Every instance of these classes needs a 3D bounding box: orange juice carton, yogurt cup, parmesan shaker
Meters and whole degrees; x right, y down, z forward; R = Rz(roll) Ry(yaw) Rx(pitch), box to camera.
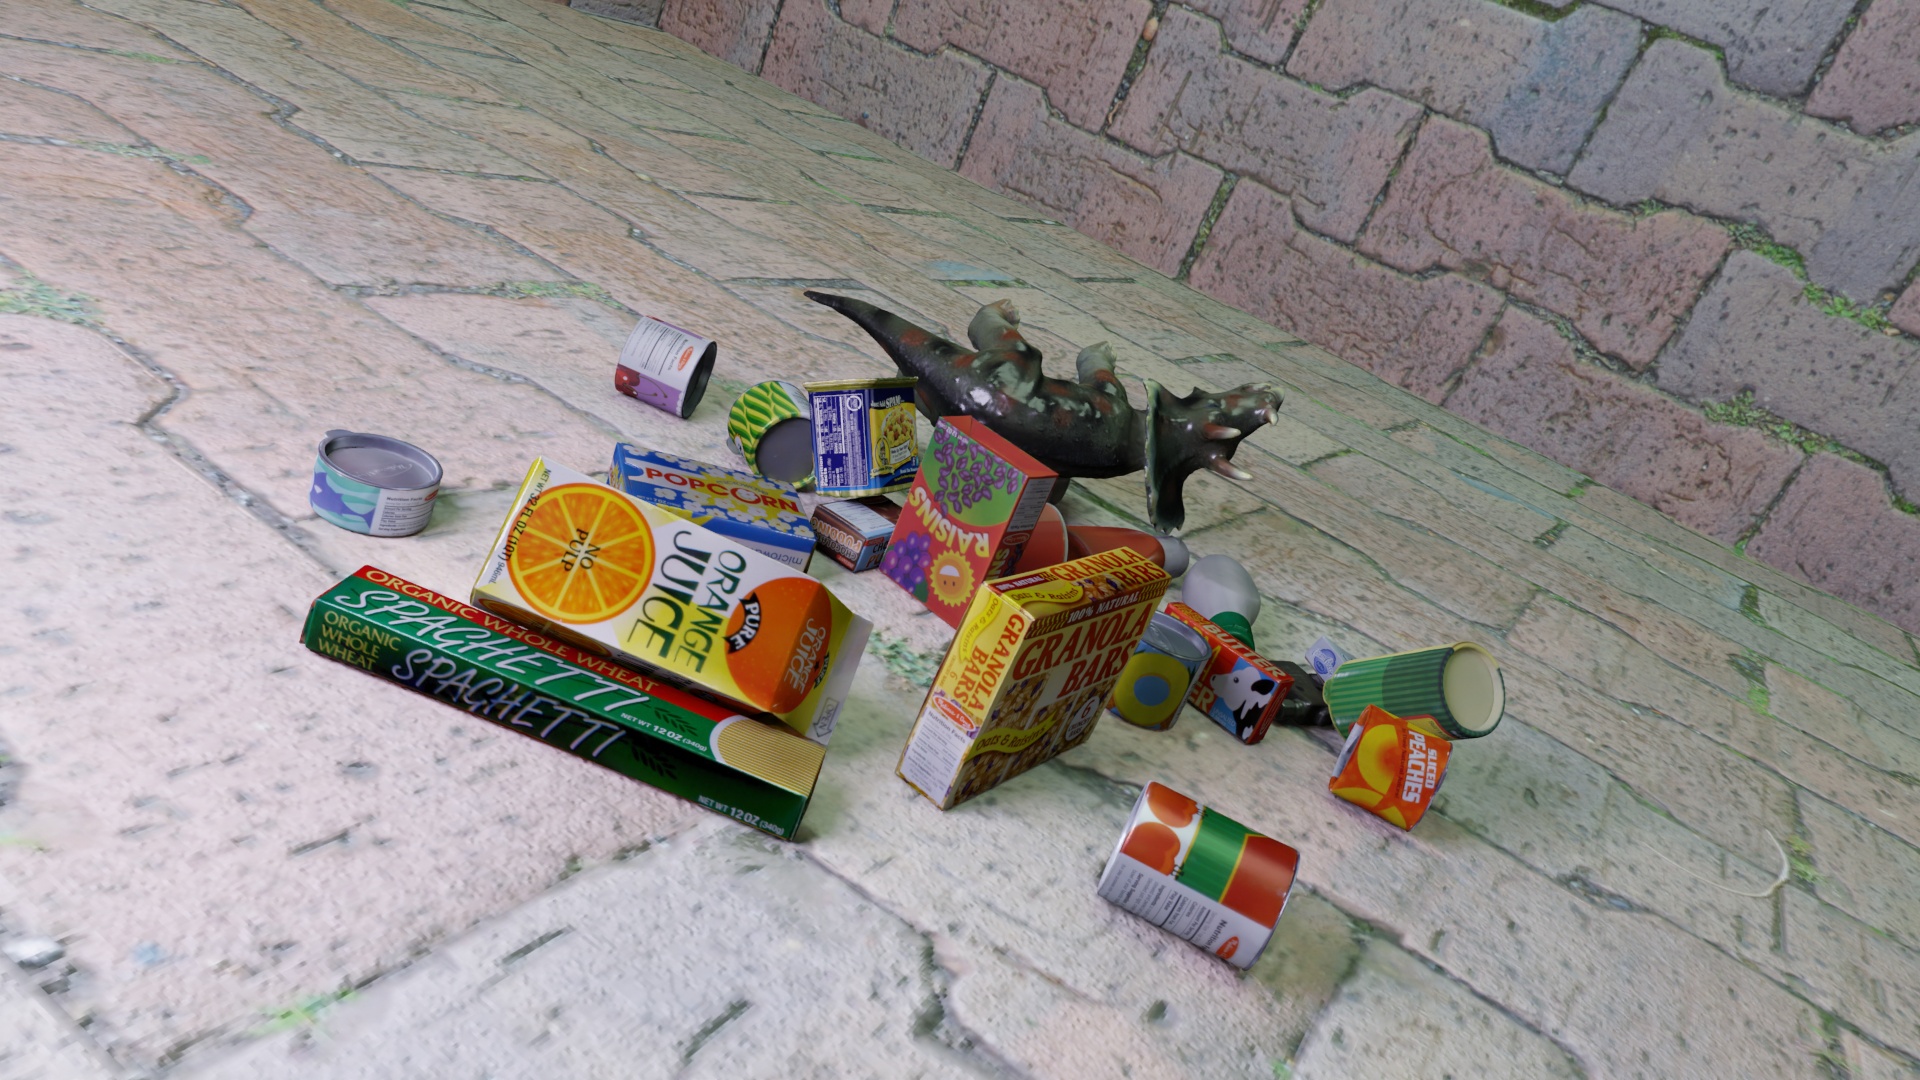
[{"bbox_3d":[-0.140,0.035,0.701,0.193,0.072,0.073,25,-18,-14],"label":"orange juice carton"},{"bbox_3d":[0.041,0.005,1.033,0.054,0.072,0.072,2,28,-27],"label":"yogurt cup"},{"bbox_3d":[0.315,0.109,0.968,0.071,0.071,0.103,12,-17,-27],"label":"parmesan shaker"}]

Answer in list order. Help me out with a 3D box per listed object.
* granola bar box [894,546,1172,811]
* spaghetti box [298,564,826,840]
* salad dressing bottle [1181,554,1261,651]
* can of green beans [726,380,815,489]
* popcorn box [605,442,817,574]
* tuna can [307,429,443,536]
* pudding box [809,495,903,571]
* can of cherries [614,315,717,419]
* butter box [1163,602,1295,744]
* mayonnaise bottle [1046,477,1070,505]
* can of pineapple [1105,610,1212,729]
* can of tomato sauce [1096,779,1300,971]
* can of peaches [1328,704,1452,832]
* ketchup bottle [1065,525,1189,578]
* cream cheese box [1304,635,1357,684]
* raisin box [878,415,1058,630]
[{"bbox_3d":[0.044,0.072,0.783,0.039,0.123,0.166,34,23,25],"label":"granola bar box"},{"bbox_3d":[-0.187,0.077,0.668,0.250,0.028,0.050,22,20,-2],"label":"spaghetti box"},{"bbox_3d":[0.210,0.058,1.105,0.064,0.043,0.148,23,22,-2],"label":"salad dressing bottle"},{"bbox_3d":[-0.136,-0.079,1.047,0.071,0.071,0.058,9,25,-32],"label":"can of green beans"},{"bbox_3d":[-0.164,-0.017,0.908,0.127,0.038,0.085,13,24,-25],"label":"popcorn box"},{"bbox_3d":[-0.330,-0.033,0.780,0.071,0.032,0.071,20,21,-8],"label":"tuna can"},{"bbox_3d":[-0.066,-0.007,0.994,0.050,0.030,0.084,31,22,23],"label":"pudding box"},{"bbox_3d":[-0.231,-0.135,1.092,0.058,0.071,0.072,22,20,-1],"label":"can of cherries"},{"bbox_3d":[0.178,0.091,0.975,0.104,0.053,0.024,37,22,32],"label":"butter box"},{"bbox_3d":[0.052,-0.042,1.189,0.065,0.041,0.149,25,22,6],"label":"mayonnaise bottle"},{"bbox_3d":[0.125,0.084,0.931,0.071,0.057,0.071,20,20,-8],"label":"can of pineapple"},{"bbox_3d":[0.121,0.168,0.709,0.083,0.071,0.071,25,21,8],"label":"can of tomato sauce"},{"bbox_3d":[0.285,0.150,0.921,0.058,0.071,0.071,27,21,12],"label":"can of peaches"},{"bbox_3d":[0.130,0.014,1.128,0.149,0.043,0.065,0,31,-46],"label":"ketchup bottle"},{"bbox_3d":[0.313,0.117,1.058,0.104,0.024,0.053,33,15,-19],"label":"cream cheese box"},{"bbox_3d":[0.003,-0.012,0.947,0.086,0.123,0.040,35,24,29],"label":"raisin box"}]
